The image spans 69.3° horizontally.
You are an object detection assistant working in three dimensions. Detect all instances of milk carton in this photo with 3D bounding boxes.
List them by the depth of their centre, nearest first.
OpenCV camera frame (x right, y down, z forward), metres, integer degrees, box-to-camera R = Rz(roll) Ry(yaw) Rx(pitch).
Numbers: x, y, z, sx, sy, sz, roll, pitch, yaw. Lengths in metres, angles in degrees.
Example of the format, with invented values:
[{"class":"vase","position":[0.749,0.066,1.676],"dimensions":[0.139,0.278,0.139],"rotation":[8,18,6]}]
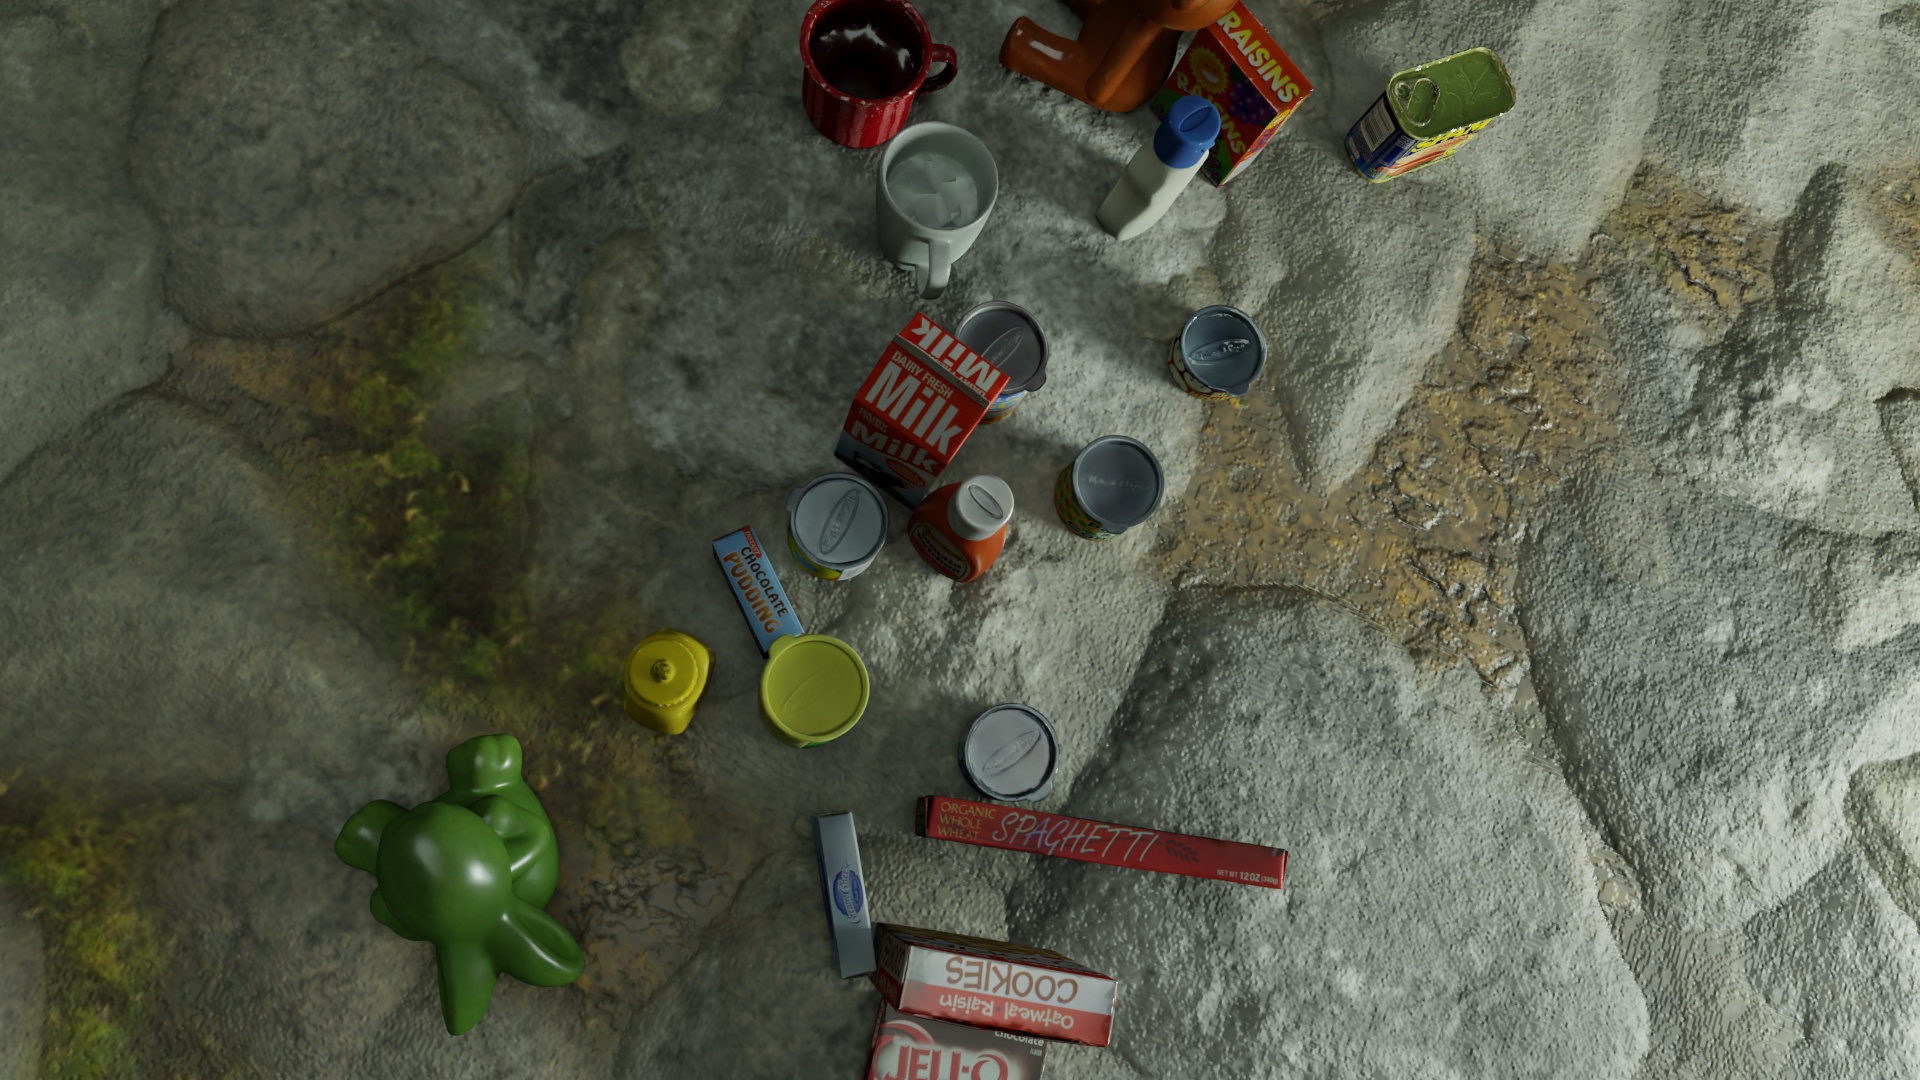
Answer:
[{"class":"milk carton","position":[-0.026,-0.085,0.902],"dimensions":[0.072,0.190,0.073],"rotation":[35,76,-2]}]

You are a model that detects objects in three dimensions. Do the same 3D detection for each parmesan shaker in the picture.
[{"class":"parmesan shaker","position":[-0.099,0.097,0.898],"dimensions":[0.071,0.103,0.071],"rotation":[2,79,-9]}]

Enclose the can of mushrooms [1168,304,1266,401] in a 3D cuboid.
[{"class":"can of mushrooms","position":[0.190,-0.136,1.031],"dimensions":[0.071,0.033,0.071],"rotation":[2,79,-9]}]

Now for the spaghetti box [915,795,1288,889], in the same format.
[{"class":"spaghetti box","position":[0.093,0.203,0.938],"dimensions":[0.250,0.050,0.029],"rotation":[10,78,-8]}]

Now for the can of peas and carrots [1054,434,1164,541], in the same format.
[{"class":"can of peas and carrots","position":[0.104,-0.033,0.983],"dimensions":[0.071,0.058,0.071],"rotation":[2,79,-9]}]

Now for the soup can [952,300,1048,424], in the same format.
[{"class":"soup can","position":[0.022,-0.120,0.973],"dimensions":[0.071,0.083,0.071],"rotation":[2,79,-9]}]

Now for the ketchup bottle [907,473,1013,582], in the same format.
[{"class":"ketchup bottle","position":[0.003,-0.011,0.914],"dimensions":[0.065,0.148,0.043],"rotation":[43,76,0]}]

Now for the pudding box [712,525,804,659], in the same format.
[{"class":"pudding box","position":[-0.136,0.035,0.932],"dimensions":[0.030,0.049,0.084],"rotation":[-25,84,-13]}]

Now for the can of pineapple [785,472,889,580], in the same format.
[{"class":"can of pineapple","position":[-0.085,-0.010,0.945],"dimensions":[0.071,0.057,0.071],"rotation":[2,79,-9]}]

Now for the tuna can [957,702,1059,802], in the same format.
[{"class":"tuna can","position":[0.034,0.147,0.948],"dimensions":[0.071,0.032,0.071],"rotation":[2,79,-9]}]

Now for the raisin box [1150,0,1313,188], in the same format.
[{"class":"raisin box","position":[0.198,-0.326,1.024],"dimensions":[0.040,0.123,0.086],"rotation":[-38,87,-14]}]

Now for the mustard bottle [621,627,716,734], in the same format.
[{"class":"mustard bottle","position":[-0.181,0.084,0.857],"dimensions":[0.049,0.160,0.065],"rotation":[24,76,-5]}]

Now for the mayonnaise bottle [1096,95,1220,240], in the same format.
[{"class":"mayonnaise bottle","position":[0.143,-0.266,0.989],"dimensions":[0.065,0.147,0.041],"rotation":[-39,88,-14]}]

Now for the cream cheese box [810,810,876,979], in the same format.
[{"class":"cream cheese box","position":[-0.076,0.228,0.902],"dimensions":[0.024,0.053,0.104],"rotation":[-8,81,-11]}]

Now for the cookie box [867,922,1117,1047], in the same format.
[{"class":"cookie box","position":[0.014,0.269,0.851],"dimensions":[0.123,0.167,0.040],"rotation":[11,78,-7]}]
